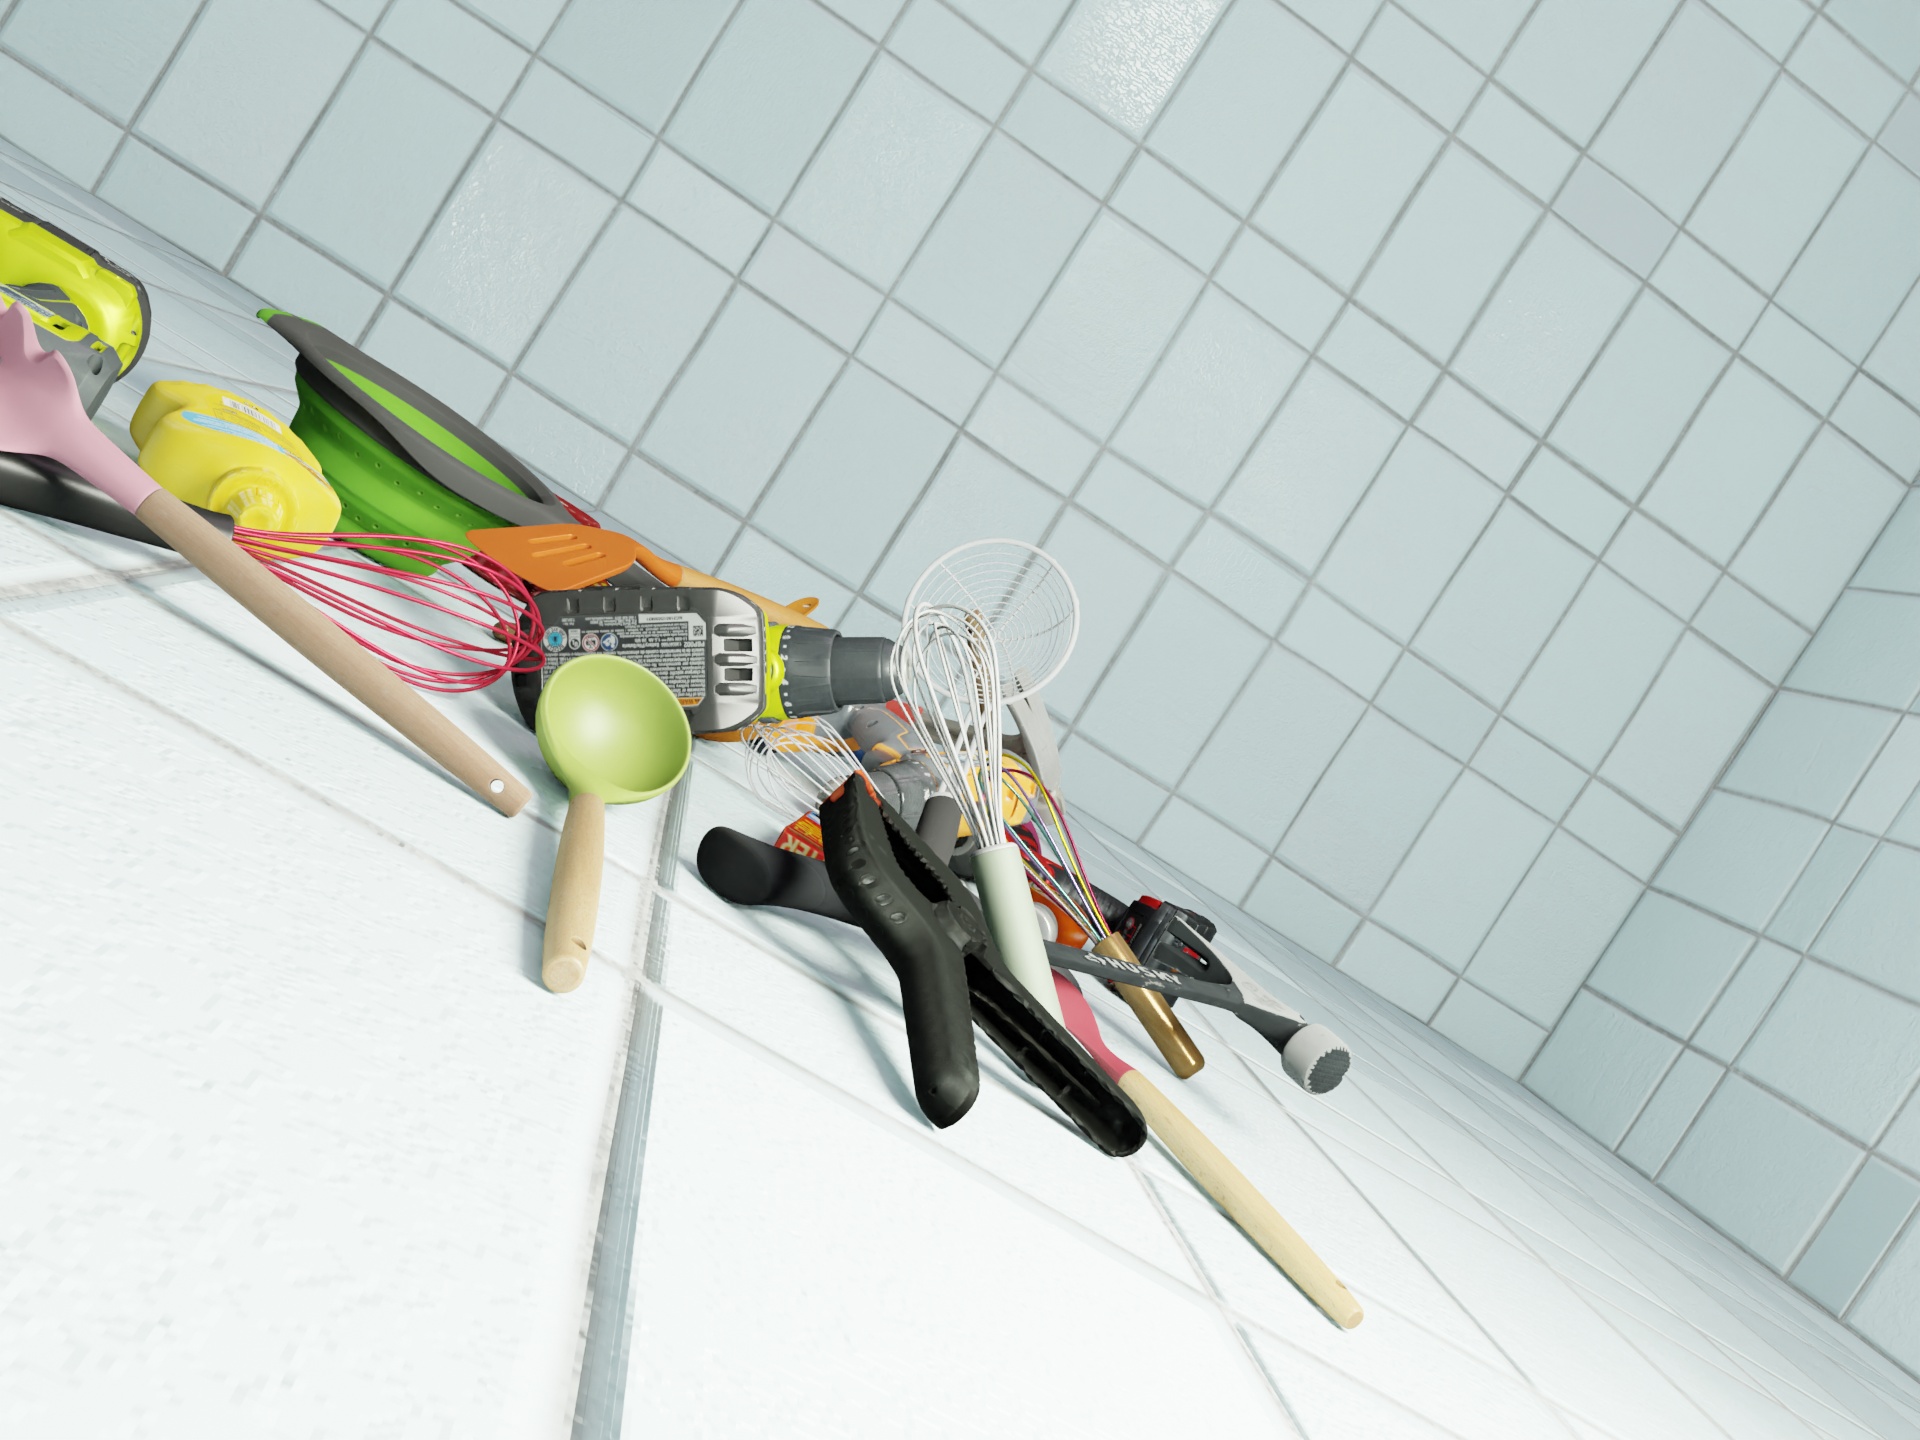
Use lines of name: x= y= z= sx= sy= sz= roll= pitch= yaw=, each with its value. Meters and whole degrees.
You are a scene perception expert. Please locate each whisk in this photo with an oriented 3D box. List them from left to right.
whisk: x=-0.307 y=-0.073 z=0.702 sx=0.295 sy=0.073 sz=0.073 roll=21 pitch=10 yaw=-46
whisk: x=-0.033 y=0.087 z=0.994 sx=0.285 sy=0.070 sz=0.070 roll=39 pitch=4 yaw=20
whisk: x=0.014 y=0.057 z=0.779 sx=0.059 sy=0.058 sz=0.246 roll=14 pitch=59 yaw=-67
whisk: x=0.082 y=0.123 z=1.030 sx=0.245 sy=0.047 sz=0.051 roll=56 pitch=10 yaw=15

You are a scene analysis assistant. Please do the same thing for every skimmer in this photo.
skimmer: x=-0.002 y=-0.003 z=1.018 sx=0.127 sy=0.090 sz=0.363 roll=2 pitch=31 yaw=10

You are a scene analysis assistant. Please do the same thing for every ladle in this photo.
ladle: x=-0.144 y=0.034 z=0.641 sx=0.078 sy=0.062 sz=0.320 roll=38 pitch=3 yaw=-16
ladle: x=0.097 y=0.197 z=0.800 sx=0.069 sy=0.031 sz=0.316 roll=28 pitch=6 yaw=-34

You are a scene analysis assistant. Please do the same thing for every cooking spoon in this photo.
cooking spoon: x=0.028 y=0.030 z=1.345 sx=0.069 sy=0.017 sz=0.318 roll=24 pitch=-38 yaw=30

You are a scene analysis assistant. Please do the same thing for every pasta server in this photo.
pasta server: x=-0.294 y=-0.067 z=0.616 sx=0.316 sy=0.060 sz=0.040 roll=41 pitch=-8 yaw=-8

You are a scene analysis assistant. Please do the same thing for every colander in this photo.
colander: x=-0.306 y=-0.112 z=1.054 sx=0.397 sy=0.094 sz=0.204 roll=37 pitch=5 yaw=-7

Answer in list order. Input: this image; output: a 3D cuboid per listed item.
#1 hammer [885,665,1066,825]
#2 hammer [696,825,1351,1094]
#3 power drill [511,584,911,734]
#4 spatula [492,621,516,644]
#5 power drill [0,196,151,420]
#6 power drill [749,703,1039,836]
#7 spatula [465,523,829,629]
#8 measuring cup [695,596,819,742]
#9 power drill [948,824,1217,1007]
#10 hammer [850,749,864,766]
hammer: x=-0.072 y=-0.012 z=1.353 sx=0.359 sy=0.037 sz=0.149 roll=15 pitch=-42 yaw=36
hammer: x=0.038 y=0.119 z=0.856 sx=0.408 sy=0.036 sz=0.149 roll=21 pitch=12 yaw=-37
power drill: x=-0.139 y=-0.030 z=0.921 sx=0.190 sy=0.080 sz=0.228 roll=-1 pitch=0 yaw=9
spatula: x=-0.237 y=-0.047 z=1.156 sx=0.082 sy=0.044 sz=0.317 roll=-6 pitch=-9 yaw=20
power drill: x=-0.509 y=-0.219 z=0.809 sx=0.171 sy=0.080 sz=0.223 roll=32 pitch=6 yaw=-24
power drill: x=-0.077 y=0.021 z=1.191 sx=0.185 sy=0.084 sz=0.226 roll=-4 pitch=28 yaw=-44
spatula: x=-0.174 y=-0.079 z=1.014 sx=0.081 sy=0.041 sz=0.322 roll=31 pitch=5 yaw=27
measuring cup: x=-0.148 y=-0.039 z=1.170 sx=0.095 sy=0.052 sz=0.174 roll=13 pitch=30 yaw=20
power drill: x=0.079 y=0.134 z=1.236 sx=0.220 sy=0.078 sz=0.143 roll=30 pitch=0 yaw=22
hammer: x=0.028 y=0.108 z=1.510 sx=0.405 sy=0.035 sz=0.144 roll=33 pitch=2 yaw=4
